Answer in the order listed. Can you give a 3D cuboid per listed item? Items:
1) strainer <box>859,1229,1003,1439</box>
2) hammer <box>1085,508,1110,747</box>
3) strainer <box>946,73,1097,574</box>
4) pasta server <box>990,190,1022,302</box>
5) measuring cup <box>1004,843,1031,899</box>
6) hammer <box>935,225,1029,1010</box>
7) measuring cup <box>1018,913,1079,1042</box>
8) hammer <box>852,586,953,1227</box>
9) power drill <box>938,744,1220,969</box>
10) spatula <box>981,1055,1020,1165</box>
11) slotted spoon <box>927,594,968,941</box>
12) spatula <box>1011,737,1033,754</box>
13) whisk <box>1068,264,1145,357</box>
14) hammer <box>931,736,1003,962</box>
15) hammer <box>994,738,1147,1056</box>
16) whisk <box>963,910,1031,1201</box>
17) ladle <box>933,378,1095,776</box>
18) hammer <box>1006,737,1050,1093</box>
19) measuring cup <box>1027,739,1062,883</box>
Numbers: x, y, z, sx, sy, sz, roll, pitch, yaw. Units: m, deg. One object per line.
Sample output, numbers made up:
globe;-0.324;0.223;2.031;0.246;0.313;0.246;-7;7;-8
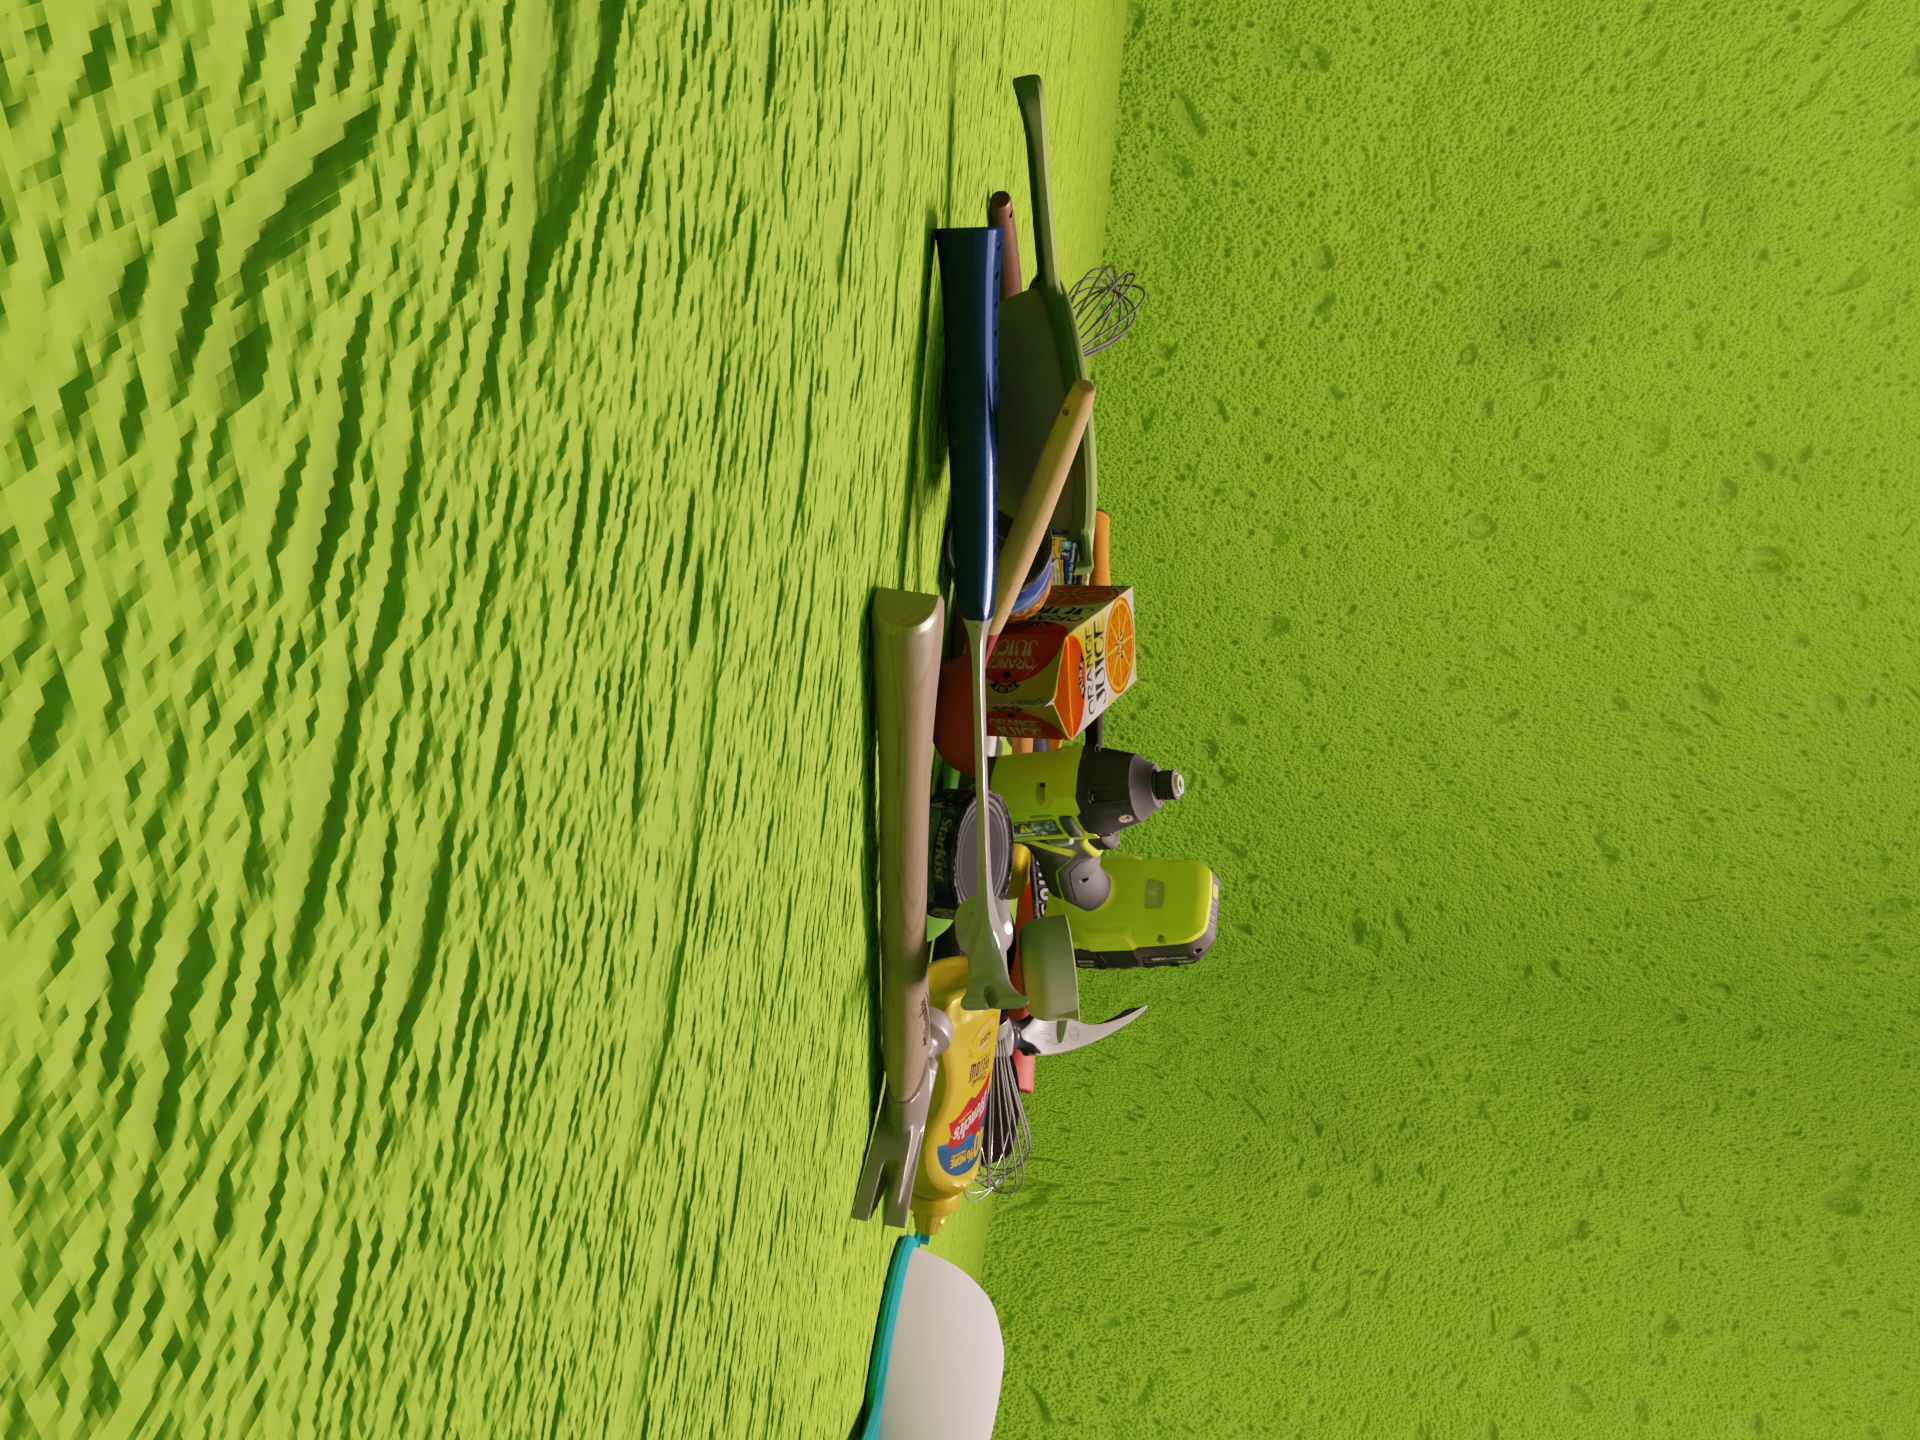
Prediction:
strainer;-0.020;0.503;1.160;0.340;0.095;0.211;66;32;-82
hammer;0.113;-0.052;1.321;0.127;0.034;0.337;114;-17;-51
strainer;0.023;-0.210;0.851;0.152;0.069;0.256;-103;-176;-51
pasta server;0.044;-0.284;1.136;0.316;0.040;0.060;71;41;-76
measuring cup;0.030;0.134;1.215;0.157;0.029;0.062;-66;161;-64
hammer;0.010;-0.042;0.819;0.144;0.035;0.405;-96;-175;-74
measuring cup;0.063;0.205;1.187;0.167;0.038;0.083;90;-6;-56
hammer;-0.031;0.105;0.844;0.146;0.038;0.410;-76;171;-46
power drill;0.104;0.098;1.163;0.223;0.171;0.080;54;38;-47
spatula;0.024;0.222;1.371;0.060;0.018;0.316;-34;-133;40
slotted spoon;-0.002;-0.003;1.074;0.070;0.031;0.314;7;89;-80
spatula;0.038;-0.065;1.200;0.081;0.041;0.322;-86;176;-55
whisk;0.070;-0.255;1.136;0.239;0.055;0.055;-56;159;-36
hammer;-0.002;0.139;1.215;0.128;0.033;0.331;78;20;-71
hammer;0.069;0.073;1.337;0.036;0.149;0.409;148;-59;-64
whisk;0.023;0.253;1.194;0.070;0.070;0.284;-74;167;-59
ladle;0.024;-0.068;0.885;0.069;0.031;0.315;65;-27;29
hammer;0.070;0.144;1.401;0.149;0.036;0.359;-32;-134;58
measuring cup;0.051;0.055;1.388;0.095;0.052;0.173;15;-90;68
